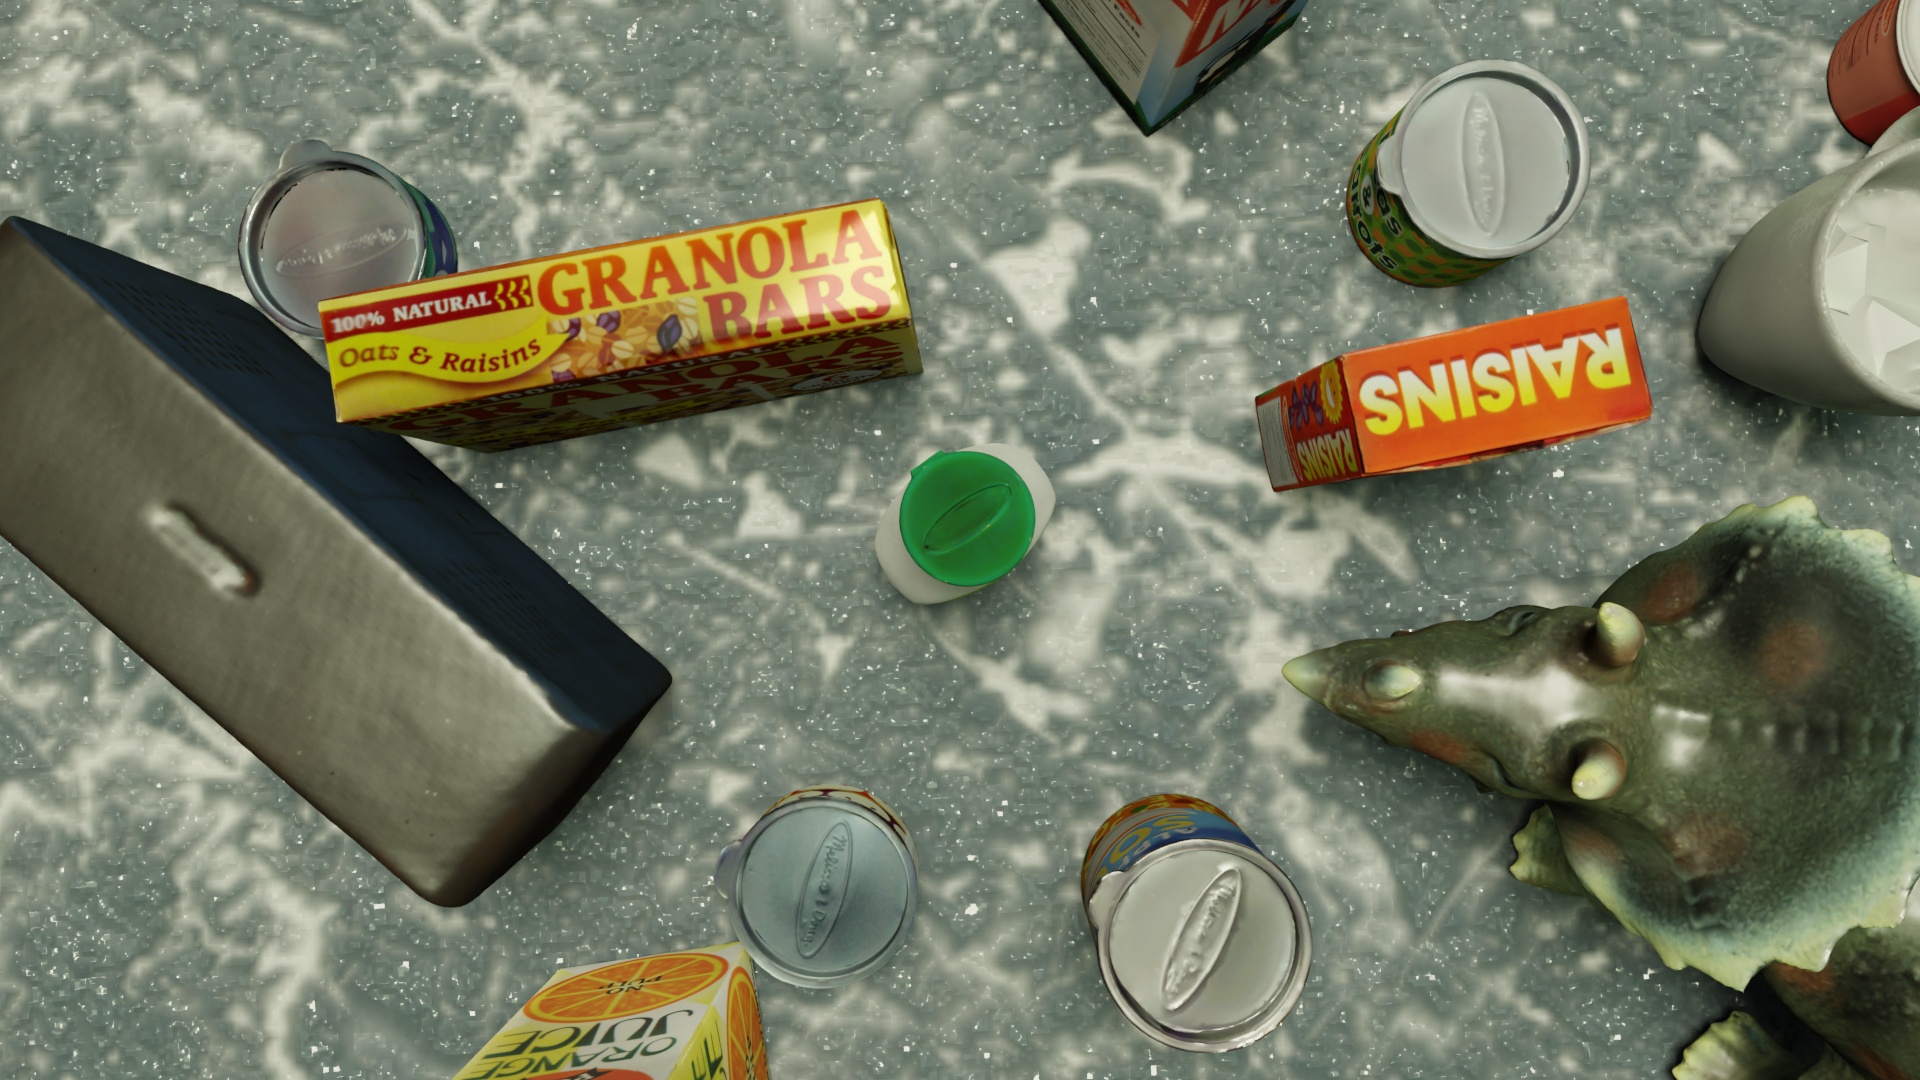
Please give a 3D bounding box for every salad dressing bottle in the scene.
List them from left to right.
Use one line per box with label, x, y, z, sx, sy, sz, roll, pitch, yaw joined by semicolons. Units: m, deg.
salad dressing bottle;0.002;-0.005;0.438;0.064;0.147;0.044;-35;90;0

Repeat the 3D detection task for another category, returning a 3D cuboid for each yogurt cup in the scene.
yogurt cup;0.346;-0.170;0.486;0.072;0.054;0.072;0;89;0

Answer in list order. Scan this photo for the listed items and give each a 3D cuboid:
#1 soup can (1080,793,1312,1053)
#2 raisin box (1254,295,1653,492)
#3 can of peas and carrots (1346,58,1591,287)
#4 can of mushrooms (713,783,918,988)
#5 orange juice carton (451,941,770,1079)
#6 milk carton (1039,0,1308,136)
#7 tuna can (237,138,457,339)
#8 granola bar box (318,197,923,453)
soup can;0.073;0.123;0.468;0.071;0.084;0.071;0;89;0
raisin box;0.151;-0.043;0.450;0.086;0.123;0.040;-11;90;0
can of peas and carrots;0.172;-0.125;0.484;0.071;0.059;0.071;0;89;0
can of mushrooms;-0.050;0.120;0.493;0.071;0.033;0.071;0;89;0
orange juice carton;-0.107;0.185;0.413;0.073;0.192;0.072;-9;90;0
milk carton;0.075;-0.198;0.420;0.072;0.190;0.073;-38;89;0
tuna can;-0.219;-0.105;0.498;0.071;0.033;0.071;0;89;0
granola bar box;-0.098;-0.066;0.451;0.166;0.124;0.039;-10;90;0
